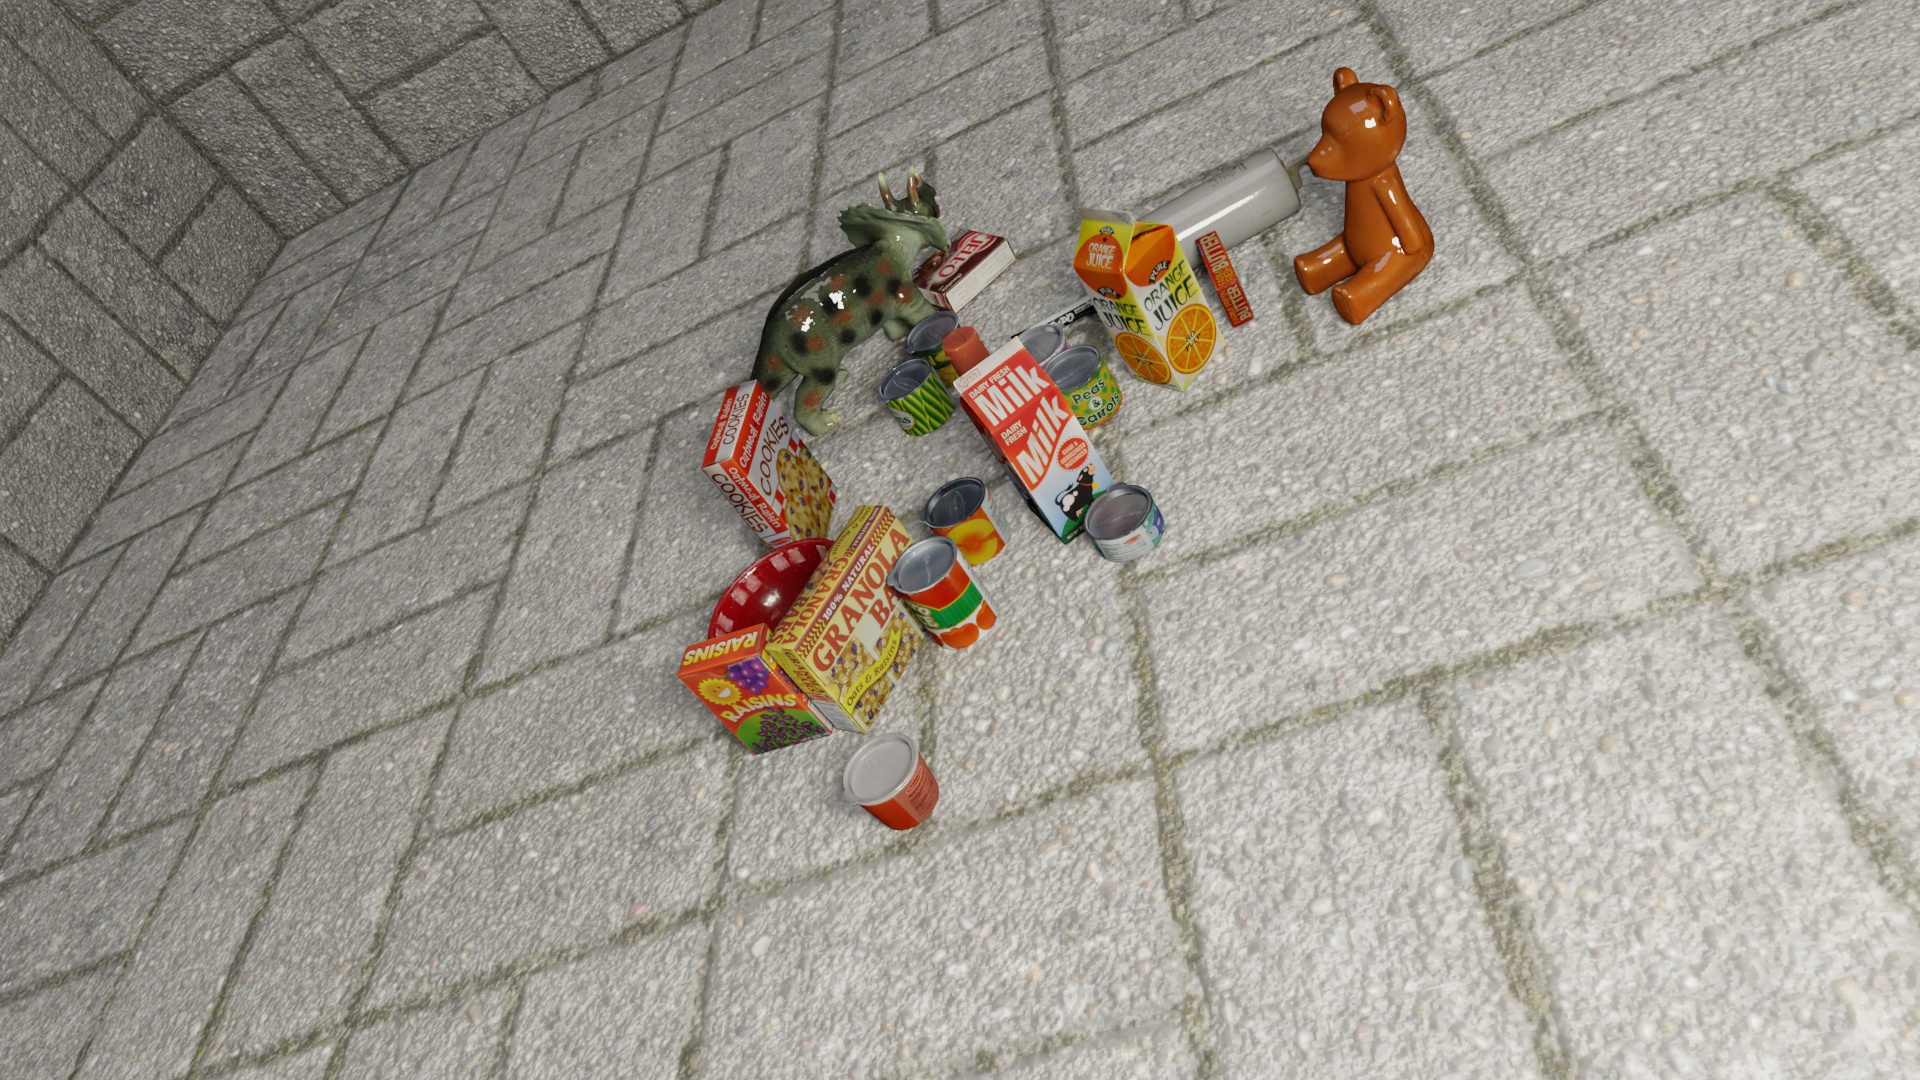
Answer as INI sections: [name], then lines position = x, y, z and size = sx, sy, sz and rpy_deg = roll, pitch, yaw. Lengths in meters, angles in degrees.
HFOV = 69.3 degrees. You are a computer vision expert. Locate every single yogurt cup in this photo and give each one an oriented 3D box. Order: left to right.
[yogurt cup]
position = -0.053, 0.198, 1.126
size = 0.072, 0.053, 0.073
rpy_deg = -21, 39, 18

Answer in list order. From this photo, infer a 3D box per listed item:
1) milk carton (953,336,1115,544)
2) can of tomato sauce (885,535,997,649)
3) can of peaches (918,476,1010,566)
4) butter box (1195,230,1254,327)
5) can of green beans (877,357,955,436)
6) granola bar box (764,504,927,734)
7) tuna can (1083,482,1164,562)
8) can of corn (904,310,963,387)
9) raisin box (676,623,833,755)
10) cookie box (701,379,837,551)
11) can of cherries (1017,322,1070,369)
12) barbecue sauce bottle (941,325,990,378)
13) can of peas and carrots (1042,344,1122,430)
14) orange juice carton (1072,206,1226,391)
[milk carton]
position = 0.065, -0.093, 1.244
size = 0.072, 0.190, 0.074
rpy_deg = -37, 37, -3
[can of tomato sauce]
position = -0.015, 0.048, 1.238
size = 0.071, 0.082, 0.071
rpy_deg = -21, 39, 18
[can of peaches]
position = 0.005, -0.016, 1.316
size = 0.071, 0.058, 0.071
rpy_deg = -21, 39, 18
[butter box]
position = 0.265, -0.263, 1.395
size = 0.024, 0.053, 0.104
rpy_deg = -24, 38, 14
[can of green beans]
position = -0.047, -0.156, 1.509
size = 0.071, 0.057, 0.071
rpy_deg = -21, 39, 18
[granola bar box]
position = -0.087, 0.069, 1.235
size = 0.039, 0.123, 0.166
rpy_deg = 3, 51, 40
[tuna can]
position = 0.145, -0.016, 1.230
size = 0.071, 0.032, 0.071
rpy_deg = -21, 39, 18
[can of corn]
position = -0.021, -0.211, 1.550
size = 0.071, 0.058, 0.071
rpy_deg = -21, 39, 18
[raisin box]
position = -0.179, 0.134, 1.234
size = 0.086, 0.123, 0.040
rpy_deg = -17, 40, 22
[cookie box]
position = -0.193, -0.064, 1.427
size = 0.040, 0.167, 0.123
rpy_deg = -17, 40, 22
[can of cherries]
position = 0.090, -0.181, 1.433
size = 0.071, 0.058, 0.072
rpy_deg = -21, 39, 18
[barbecue sauce bottle]
position = 0.031, -0.143, 1.361
size = 0.044, 0.148, 0.065
rpy_deg = -37, 37, -3
[can of peas and carrots]
position = 0.121, -0.150, 1.375
size = 0.071, 0.058, 0.071
rpy_deg = -21, 39, 18
[orange juice carton]
position = 0.174, -0.239, 1.321
size = 0.073, 0.192, 0.072
rpy_deg = -47, 38, -16
